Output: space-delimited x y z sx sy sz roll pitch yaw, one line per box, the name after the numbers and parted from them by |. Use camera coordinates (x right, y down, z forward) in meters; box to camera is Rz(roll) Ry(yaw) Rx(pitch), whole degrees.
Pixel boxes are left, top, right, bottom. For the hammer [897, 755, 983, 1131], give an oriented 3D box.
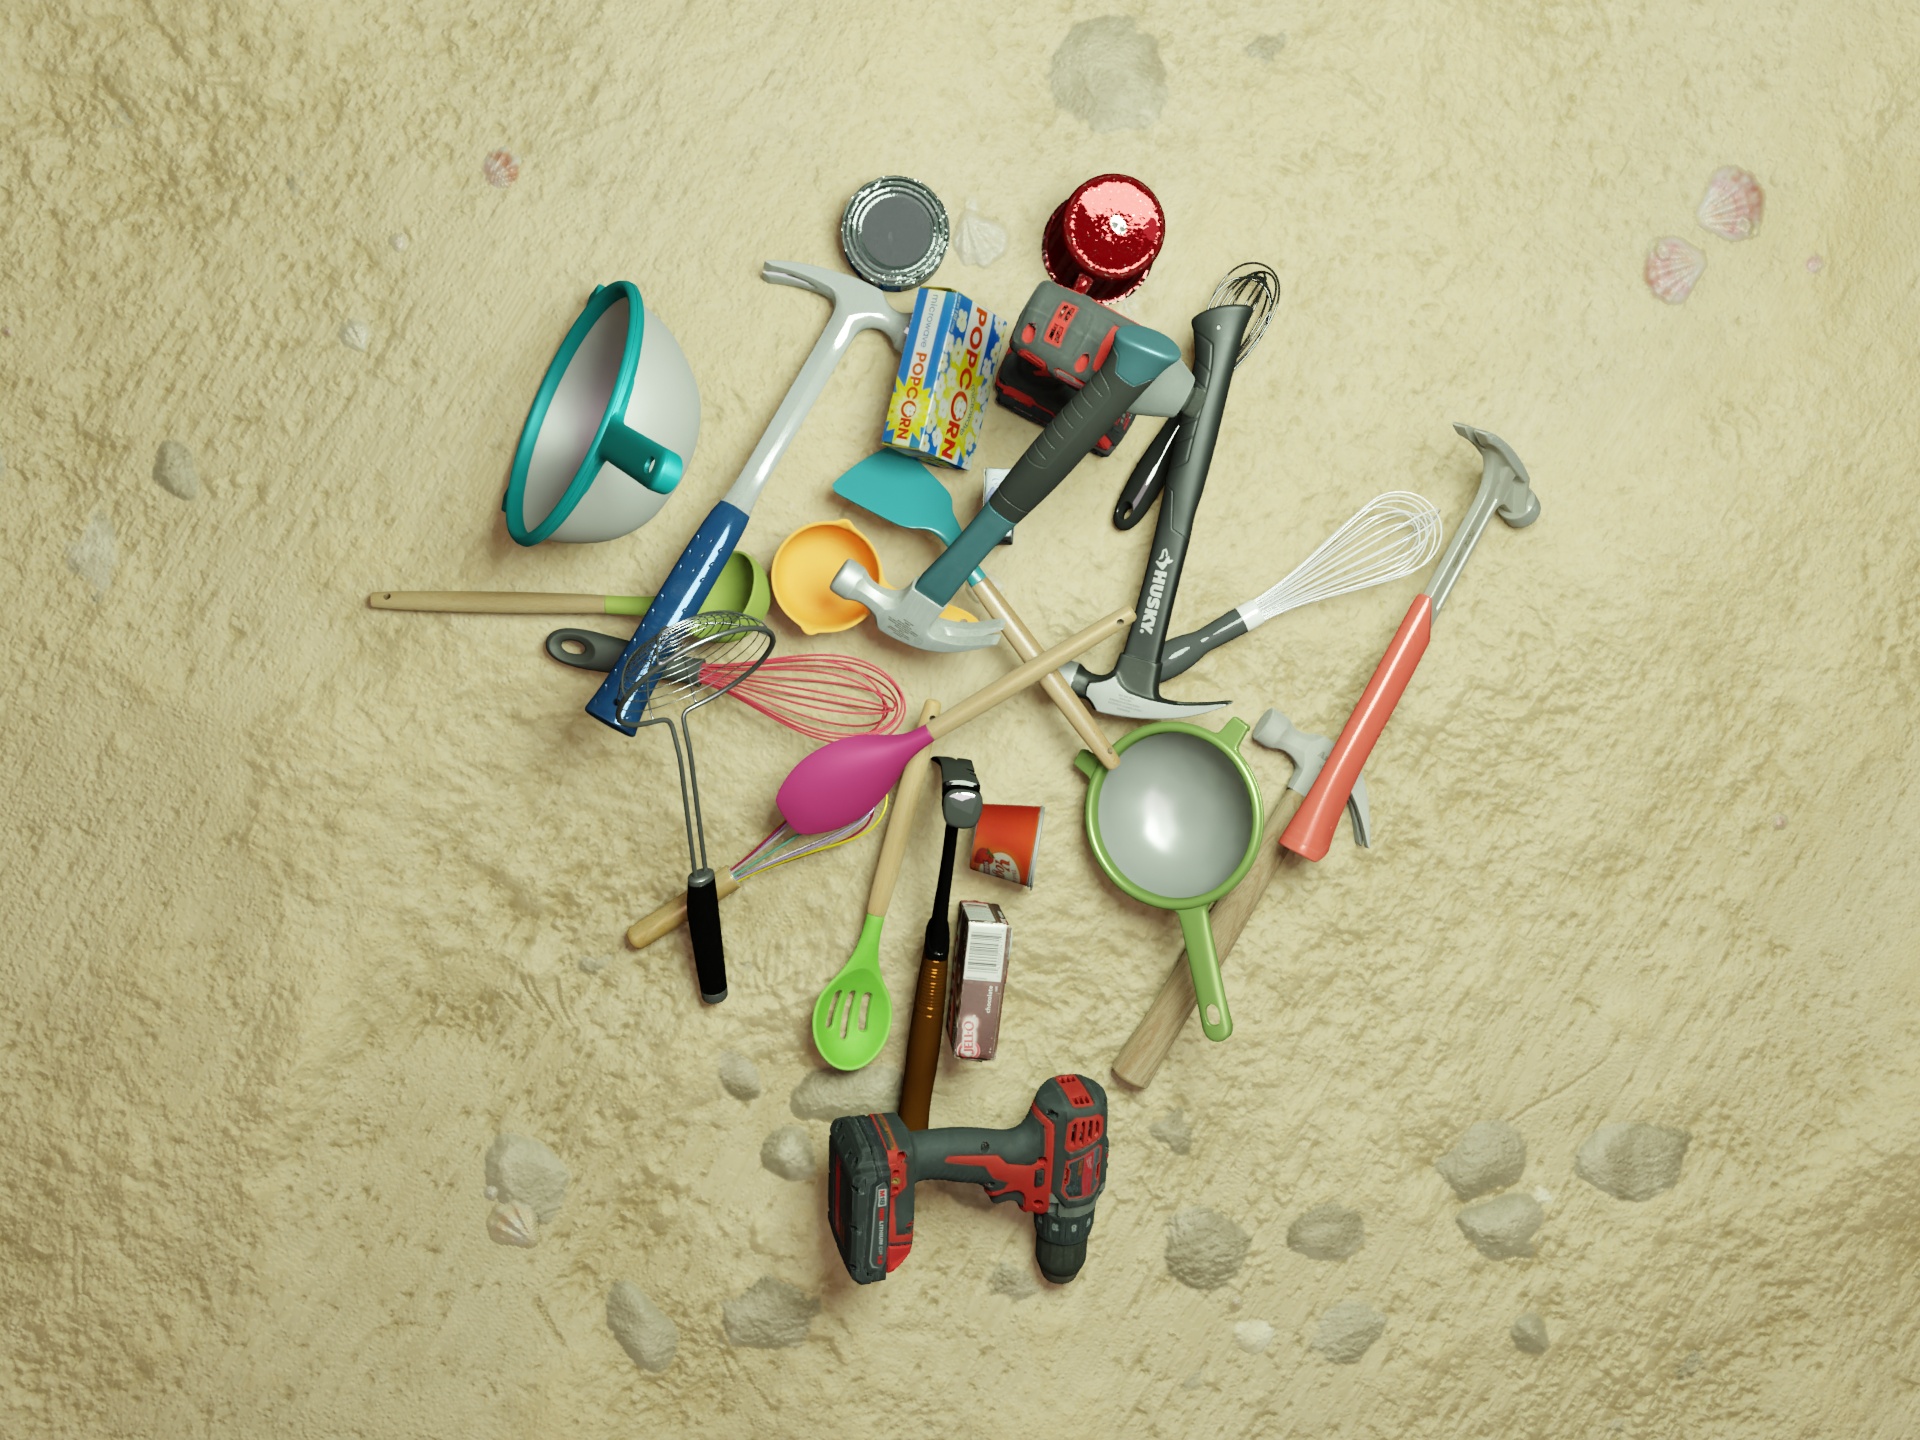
-0.023 0.197 1.294 0.034 0.127 0.336 6 104 -6 | hammer

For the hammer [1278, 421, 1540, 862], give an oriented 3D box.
0.350 -0.054 1.269 0.149 0.037 0.359 28 91 -50 | hammer

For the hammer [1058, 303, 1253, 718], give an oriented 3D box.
0.177 -0.161 1.257 0.146 0.035 0.334 16 100 17 | hammer

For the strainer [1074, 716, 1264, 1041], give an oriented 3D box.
0.192 0.127 1.286 0.151 0.069 0.256 -14 86 28 | strainer

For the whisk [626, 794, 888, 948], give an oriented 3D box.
-0.165 0.118 1.295 0.245 0.051 0.047 -32 102 2 | whisk

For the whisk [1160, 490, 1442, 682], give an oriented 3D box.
0.266 -0.101 1.302 0.284 0.070 0.070 -29 96 4 | whisk

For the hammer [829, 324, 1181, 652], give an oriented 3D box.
0.039 -0.161 1.146 0.128 0.033 0.331 34 131 -13 | hammer

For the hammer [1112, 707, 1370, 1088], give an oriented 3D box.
0.229 0.162 1.330 0.130 0.031 0.331 31 92 -5 | hammer

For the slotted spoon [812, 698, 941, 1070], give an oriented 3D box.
-0.060 0.134 1.296 0.070 0.031 0.313 11 99 -24 | slotted spoon

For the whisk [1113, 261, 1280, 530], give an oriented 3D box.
0.186 -0.261 1.287 0.055 0.055 0.239 29 97 -6 | whisk

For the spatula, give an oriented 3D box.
0.025 -0.087 1.269 0.082 0.044 0.317 -40 96 -37 | spatula

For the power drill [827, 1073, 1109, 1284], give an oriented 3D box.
0.012 0.388 1.286 0.226 0.080 0.187 -5 112 -18 | power drill

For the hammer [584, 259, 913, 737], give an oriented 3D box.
-0.174 -0.175 1.228 0.144 0.035 0.405 29 78 -3 | hammer

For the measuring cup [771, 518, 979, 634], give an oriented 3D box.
-0.069 -0.103 1.281 0.173 0.052 0.095 18 94 -12 | measuring cup

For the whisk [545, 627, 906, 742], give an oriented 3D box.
-0.188 -0.035 1.276 0.296 0.073 0.073 11 94 2 | whisk

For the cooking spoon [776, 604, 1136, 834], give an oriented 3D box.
-0.002 -0.004 1.246 0.319 0.017 0.068 -31 111 2 | cooking spoon

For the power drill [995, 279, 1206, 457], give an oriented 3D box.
0.101 -0.259 1.192 0.143 0.220 0.078 26 93 -5 | power drill

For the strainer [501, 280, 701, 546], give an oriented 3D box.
-0.228 -0.195 1.148 0.095 0.341 0.211 21 98 -32 | strainer

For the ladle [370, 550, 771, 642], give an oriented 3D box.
-0.310 -0.099 1.262 0.320 0.062 0.078 1 64 -1 | ladle

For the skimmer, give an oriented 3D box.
-0.188 0.081 1.202 0.127 0.090 0.363 -23 126 -34 | skimmer
